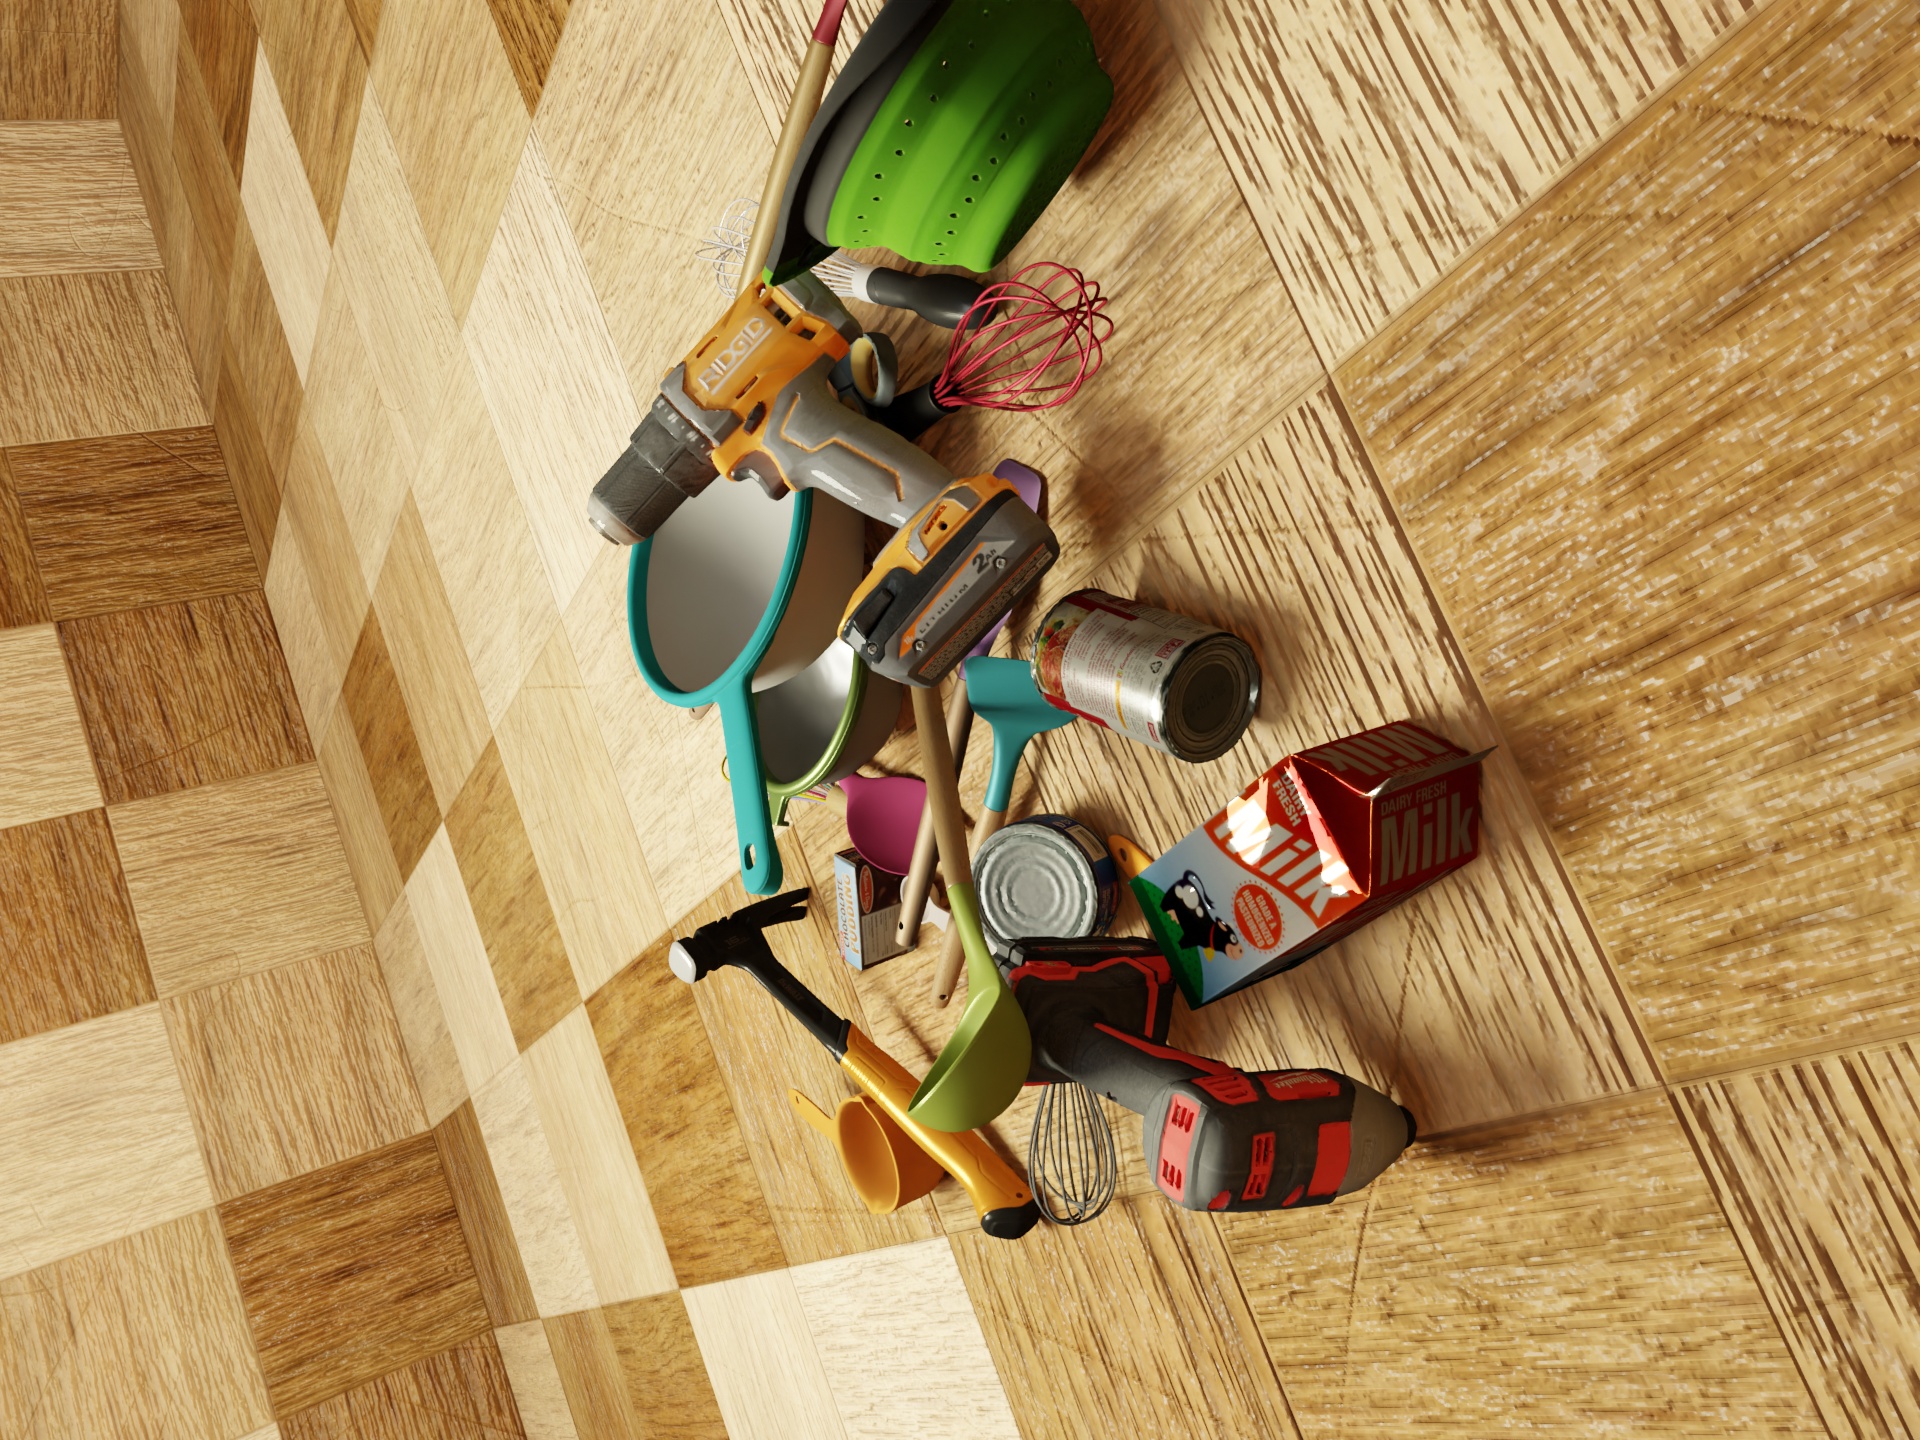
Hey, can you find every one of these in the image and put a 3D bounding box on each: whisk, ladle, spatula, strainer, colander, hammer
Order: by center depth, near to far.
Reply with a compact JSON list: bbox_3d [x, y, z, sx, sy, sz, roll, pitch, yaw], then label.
[{"bbox_3d":[0.050,-0.341,0.726,0.094,0.205,0.397,37,124,-2],"label":"colander"},{"bbox_3d":[-0.015,0.067,0.861,0.078,0.062,0.320,-53,37,44],"label":"ladle"},{"bbox_3d":[0.001,-0.191,0.902,0.296,0.073,0.073,-8,95,64],"label":"whisk"},{"bbox_3d":[-0.088,-0.371,0.929,0.069,0.031,0.315,46,127,34],"label":"ladle"},{"bbox_3d":[-0.002,-0.003,0.967,0.060,0.018,0.315,36,120,49],"label":"spatula"},{"bbox_3d":[0.061,0.195,0.968,0.055,0.055,0.239,5,102,56],"label":"whisk"},{"bbox_3d":[0.015,0.077,0.976,0.044,0.082,0.317,-90,11,-51],"label":"spatula"},{"bbox_3d":[-0.111,-0.049,0.983,0.211,0.095,0.341,-36,55,41],"label":"strainer"},{"bbox_3d":[-0.073,-0.274,0.984,0.285,0.070,0.070,28,125,44],"label":"whisk"},{"bbox_3d":[-0.053,-0.049,1.042,0.256,0.069,0.152,-45,46,35],"label":"strainer"},{"bbox_3d":[-0.063,0.244,1.147,0.337,0.127,0.034,38,131,31],"label":"hammer"},{"bbox_3d":[-0.105,0.055,1.169,0.245,0.047,0.051,21,118,48],"label":"whisk"}]

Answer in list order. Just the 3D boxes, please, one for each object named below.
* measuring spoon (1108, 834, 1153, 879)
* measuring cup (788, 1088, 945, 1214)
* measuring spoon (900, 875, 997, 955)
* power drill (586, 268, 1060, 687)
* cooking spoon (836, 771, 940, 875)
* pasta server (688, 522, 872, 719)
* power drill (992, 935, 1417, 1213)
[{"bbox_3d":[0.115,0.103,0.878,0.117,0.011,0.021,48,138,37],"label":"measuring spoon"},{"bbox_3d":[-0.072,0.306,1.209,0.174,0.052,0.095,15,115,56],"label":"measuring cup"},{"bbox_3d":[0.005,0.139,1.064,0.124,0.018,0.034,31,126,40],"label":"measuring spoon"},{"bbox_3d":[-0.082,-0.116,0.863,0.185,0.084,0.226,-46,78,5],"label":"power drill"},{"bbox_3d":[-0.092,0.032,1.141,0.319,0.069,0.017,36,159,51],"label":"cooking spoon"},{"bbox_3d":[-0.145,-0.071,1.182,0.316,0.040,0.060,-44,65,54],"label":"pasta server"},{"bbox_3d":[0.114,0.177,0.800,0.220,0.143,0.078,20,104,58],"label":"power drill"}]
